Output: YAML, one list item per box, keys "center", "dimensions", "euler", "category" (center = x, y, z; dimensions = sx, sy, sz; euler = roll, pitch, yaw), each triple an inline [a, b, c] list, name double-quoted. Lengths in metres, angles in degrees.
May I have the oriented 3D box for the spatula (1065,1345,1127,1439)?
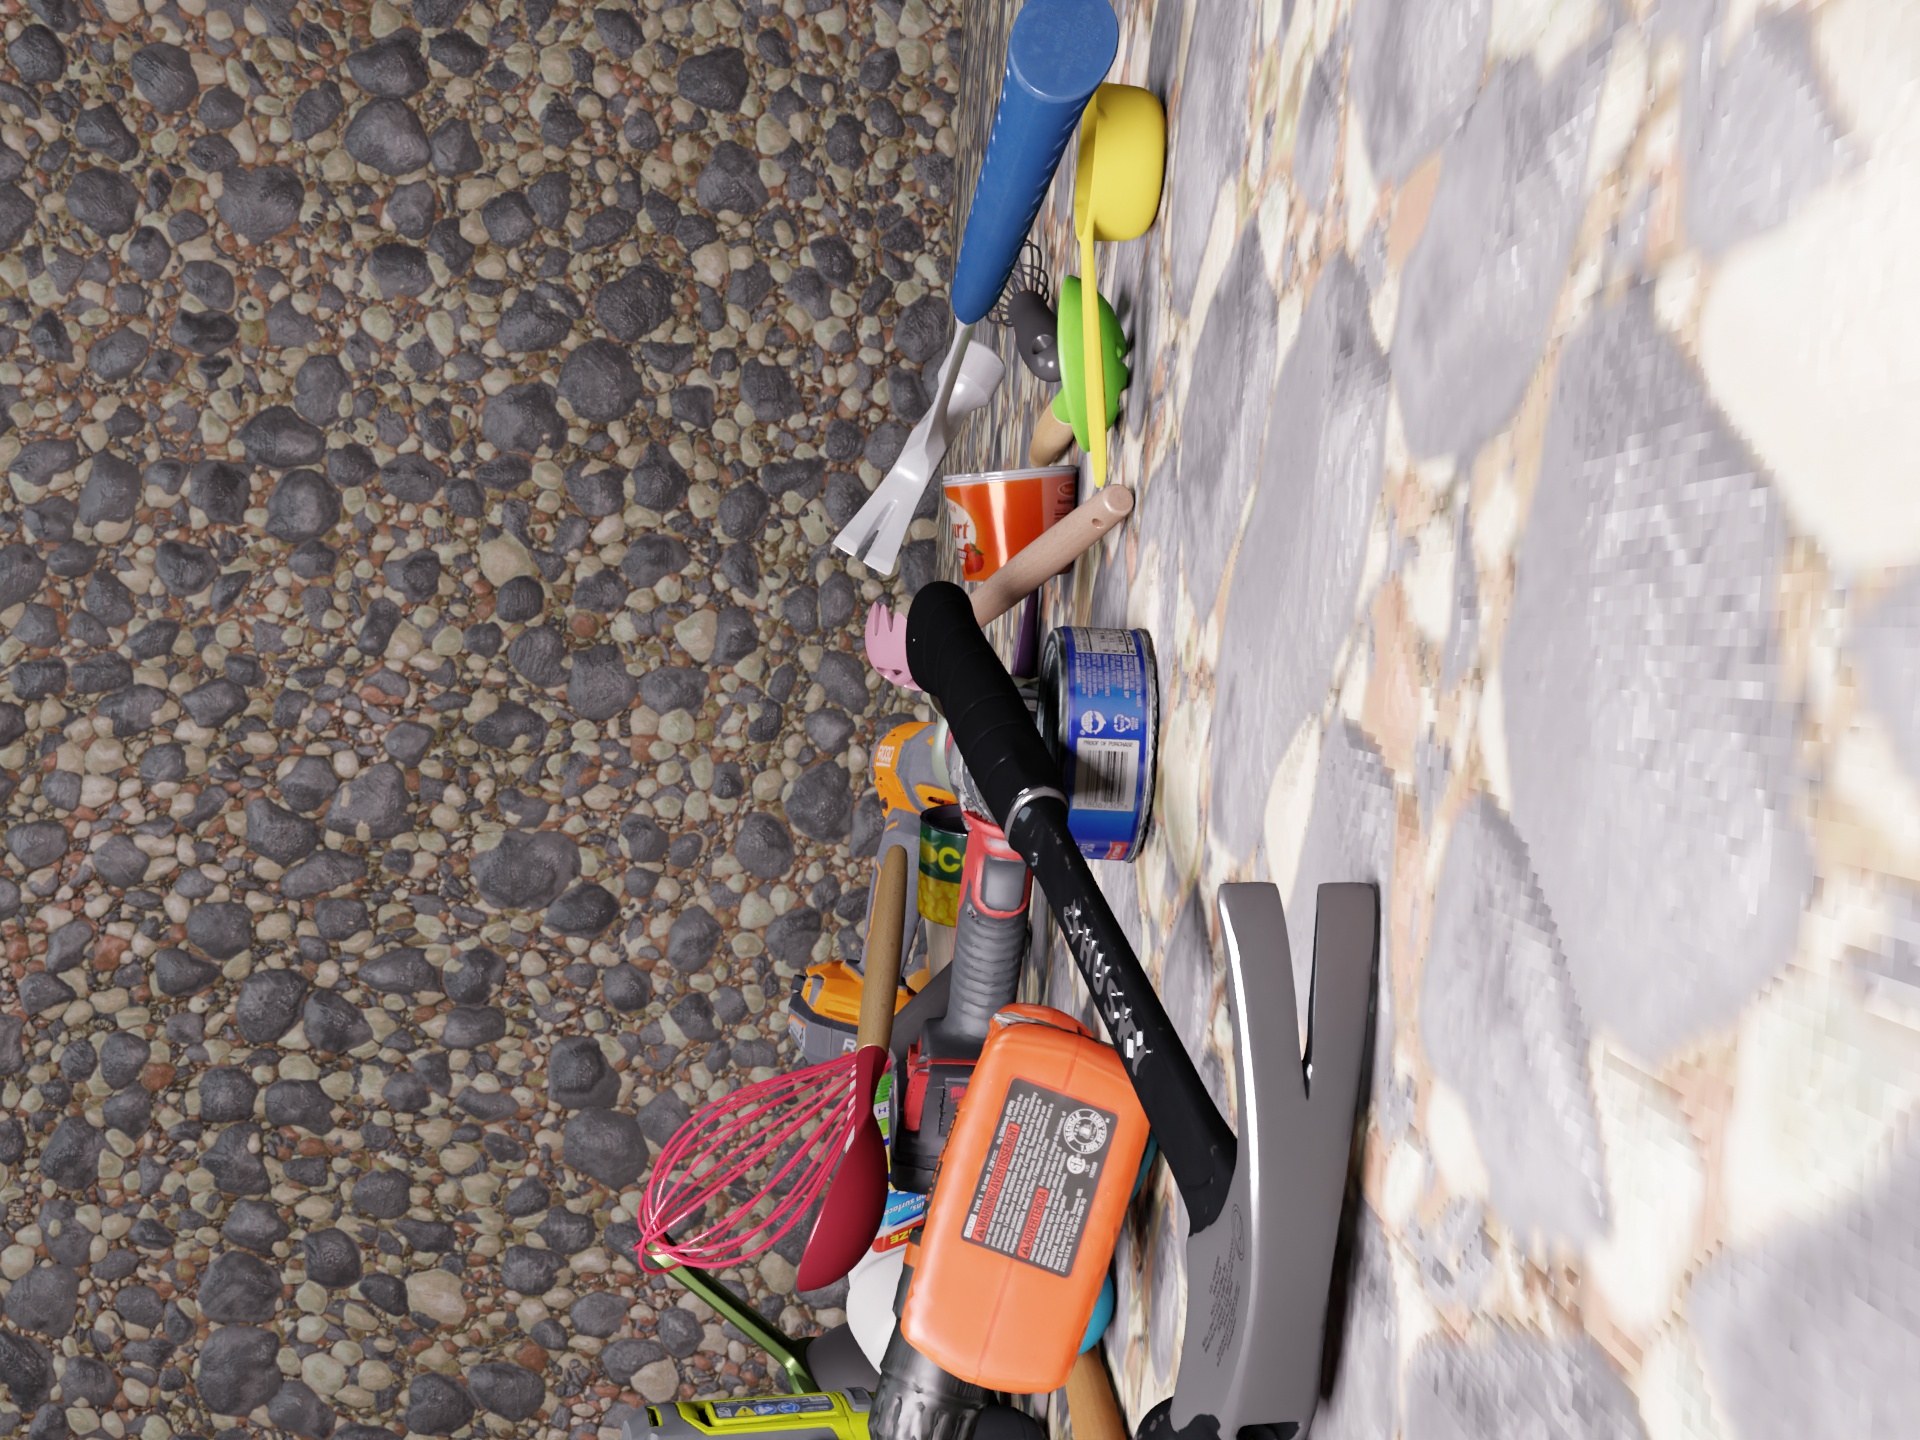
- center: [0.041, 0.247, 0.443]
  dimensions: [0.322, 0.041, 0.081]
  euler: [-117, 29, -86]
  category: "spatula"

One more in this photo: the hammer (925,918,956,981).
- center: [-0.004, 0.199, 1.063]
  dimensions: [0.146, 0.038, 0.411]
  euler: [98, 169, -47]
  category: "hammer"

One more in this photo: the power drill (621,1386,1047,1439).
- center: [-0.029, 0.329, 0.632]
  dimensions: [0.228, 0.190, 0.080]
  euler: [171, 103, -72]
  category: "power drill"

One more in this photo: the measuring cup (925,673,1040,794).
- center: [-0.001, -0.003, 0.851]
  dimensions: [0.083, 0.038, 0.167]
  euler: [-67, -23, -6]
  category: "measuring cup"

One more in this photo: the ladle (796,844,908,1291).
- center: [-0.042, 0.145, 0.760]
  dimensions: [0.316, 0.031, 0.069]
  euler: [-85, 11, -63]
  category: "ladle"

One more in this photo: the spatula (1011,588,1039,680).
- center: [0.029, 0.058, 1.000]
  dimensions: [0.060, 0.018, 0.315]
  euler: [-66, -16, -56]
  category: "spatula"

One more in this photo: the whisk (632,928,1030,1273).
- center: [-0.054, 0.183, 0.820]
  dimensions: [0.296, 0.073, 0.073]
  euler: [-34, -40, -42]
  category: "whisk"

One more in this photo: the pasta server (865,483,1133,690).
- center: [0.013, -0.061, 0.757]
  dimensions: [0.040, 0.060, 0.316]
  euler: [-68, 13, -18]
  category: "pasta server"

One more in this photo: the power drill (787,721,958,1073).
- center: [-0.047, 0.110, 1.051]
  dimensions: [0.164, 0.084, 0.226]
  euler: [-178, 103, -77]
  category: "power drill"

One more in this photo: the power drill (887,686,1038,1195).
- center: [0.018, 0.099, 0.721]
  dimensions: [0.188, 0.080, 0.226]
  euler: [-122, 38, -84]
  category: "power drill"

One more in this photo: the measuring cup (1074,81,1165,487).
- center: [0.060, -0.160, 0.584]
  dimensions: [0.062, 0.029, 0.157]
  euler: [107, 162, -77]
  category: "measuring cup"

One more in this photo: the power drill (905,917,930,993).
- center: [-0.027, 0.285, 1.323]
  dimensions: [0.185, 0.084, 0.226]
  euler: [-92, 10, -61]
  category: "power drill"

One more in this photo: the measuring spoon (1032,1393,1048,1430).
- center: [0.034, 0.284, 0.737]
  dimensions: [0.034, 0.018, 0.124]
  euler: [-96, 8, -69]
  category: "measuring spoon"

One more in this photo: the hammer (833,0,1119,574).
- center: [0.003, -0.175, 0.696]
  dimensions: [0.144, 0.035, 0.405]
  euler: [-61, 2, -12]
  category: "hammer"

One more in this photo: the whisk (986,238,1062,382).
- center: [0.035, -0.235, 0.914]
  dimensions: [0.239, 0.055, 0.055]
  euler: [-102, 14, -62]
  category: "whisk"

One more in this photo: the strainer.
- center: [-0.063, 0.354, 0.905]
  dimensions: [0.069, 0.256, 0.151]
  euler: [-49, 9, -4]
  category: "strainer"

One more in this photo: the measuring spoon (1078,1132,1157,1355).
- center: [0.054, 0.180, 0.543]
  dimensions: [0.042, 0.021, 0.128]
  euler: [-70, -2, -48]
  category: "measuring spoon"

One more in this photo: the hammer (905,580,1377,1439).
- center: [0.026, 0.033, 0.478]
  dimensions: [0.409, 0.036, 0.149]
  euler: [-114, 28, -65]
  category: "hammer"

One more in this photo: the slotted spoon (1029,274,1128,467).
- center: [0.049, -0.147, 0.759]
  dimensions: [0.314, 0.031, 0.070]
  euler: [-123, 29, -88]
  category: "slotted spoon"
